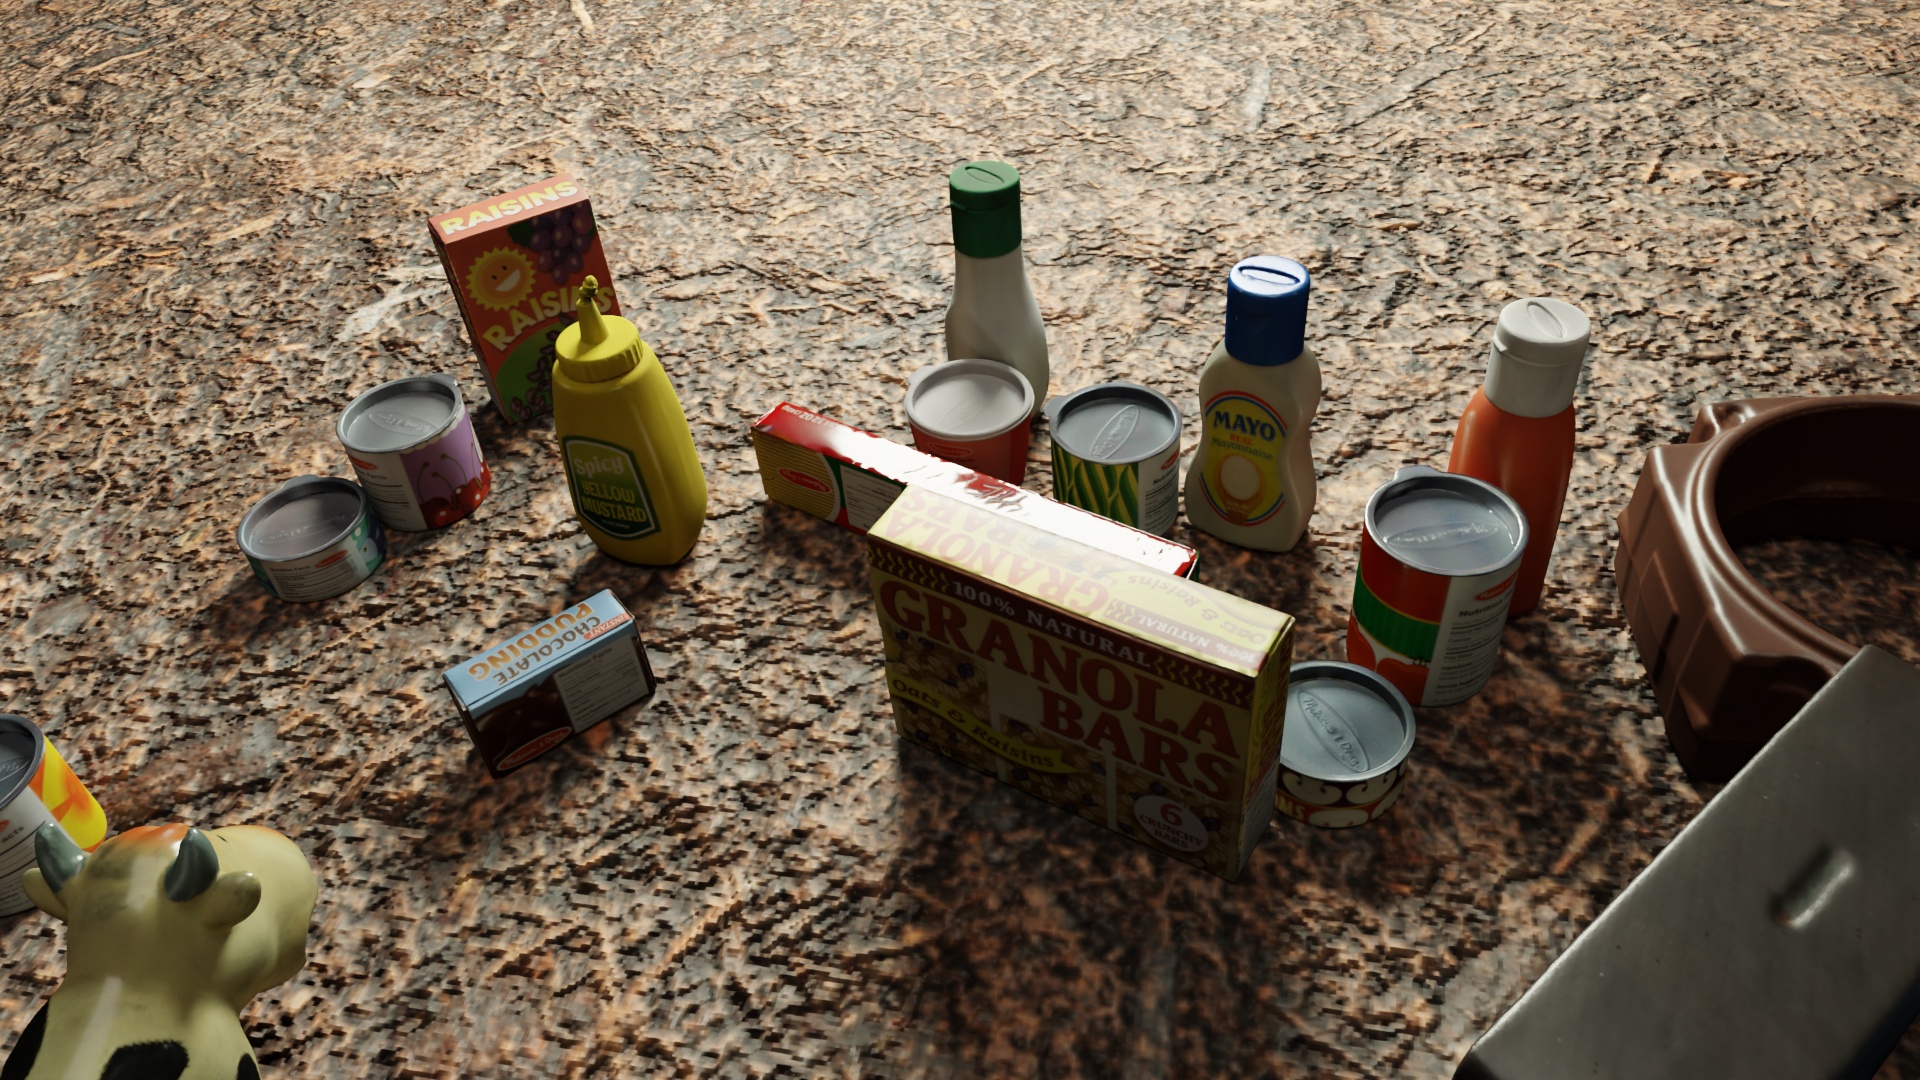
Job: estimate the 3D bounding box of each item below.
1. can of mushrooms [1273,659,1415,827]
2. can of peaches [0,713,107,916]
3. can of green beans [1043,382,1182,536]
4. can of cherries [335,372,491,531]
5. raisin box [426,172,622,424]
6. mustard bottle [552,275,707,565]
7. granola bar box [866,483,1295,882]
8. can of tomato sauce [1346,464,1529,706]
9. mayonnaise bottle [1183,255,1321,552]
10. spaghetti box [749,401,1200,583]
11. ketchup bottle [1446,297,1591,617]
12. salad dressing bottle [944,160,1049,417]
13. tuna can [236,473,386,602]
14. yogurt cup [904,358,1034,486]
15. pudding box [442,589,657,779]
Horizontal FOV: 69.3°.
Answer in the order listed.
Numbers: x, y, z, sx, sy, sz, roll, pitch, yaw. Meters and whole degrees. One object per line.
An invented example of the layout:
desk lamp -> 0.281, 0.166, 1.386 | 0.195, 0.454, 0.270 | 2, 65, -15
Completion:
can of mushrooms -> 0.152, 0.085, 0.582 | 0.071, 0.033, 0.071 | -3, 42, 3
can of peaches -> -0.411, 0.116, 0.591 | 0.071, 0.057, 0.071 | -3, 42, 3
can of green beans -> 0.079, -0.038, 0.709 | 0.071, 0.057, 0.071 | -3, 42, 3
can of cherries -> -0.295, -0.049, 0.760 | 0.071, 0.058, 0.072 | -3, 42, 3
raisin box -> -0.245, -0.139, 0.807 | 0.086, 0.122, 0.040 | -24, 45, -20
mustard bottle -> -0.168, -0.059, 0.682 | 0.065, 0.159, 0.049 | 10, 44, 16
granola bar box -> 0.045, 0.057, 0.557 | 0.166, 0.123, 0.039 | 20, 48, 25
can of tomato sauce -> 0.206, 0.021, 0.611 | 0.071, 0.082, 0.071 | -3, 42, 3
mayonnaise bottle -> 0.141, -0.063, 0.662 | 0.065, 0.147, 0.041 | 19, 47, 25
spaghetti box -> 0.002, -0.009, 0.690 | 0.250, 0.050, 0.029 | 21, 49, 27
ketchup bottle -> 0.246, -0.036, 0.621 | 0.043, 0.148, 0.065 | -9, 42, -3
salad dressing bottle -> 0.017, -0.130, 0.750 | 0.044, 0.146, 0.064 | -33, 49, -27
tuna can -> -0.341, -0.002, 0.732 | 0.071, 0.032, 0.071 | -3, 42, 3
yogurt cup -> 0.006, -0.056, 0.739 | 0.072, 0.053, 0.073 | -3, 42, 3
pudding box -> -0.185, 0.064, 0.630 | 0.084, 0.049, 0.030 | -30, 47, -25
